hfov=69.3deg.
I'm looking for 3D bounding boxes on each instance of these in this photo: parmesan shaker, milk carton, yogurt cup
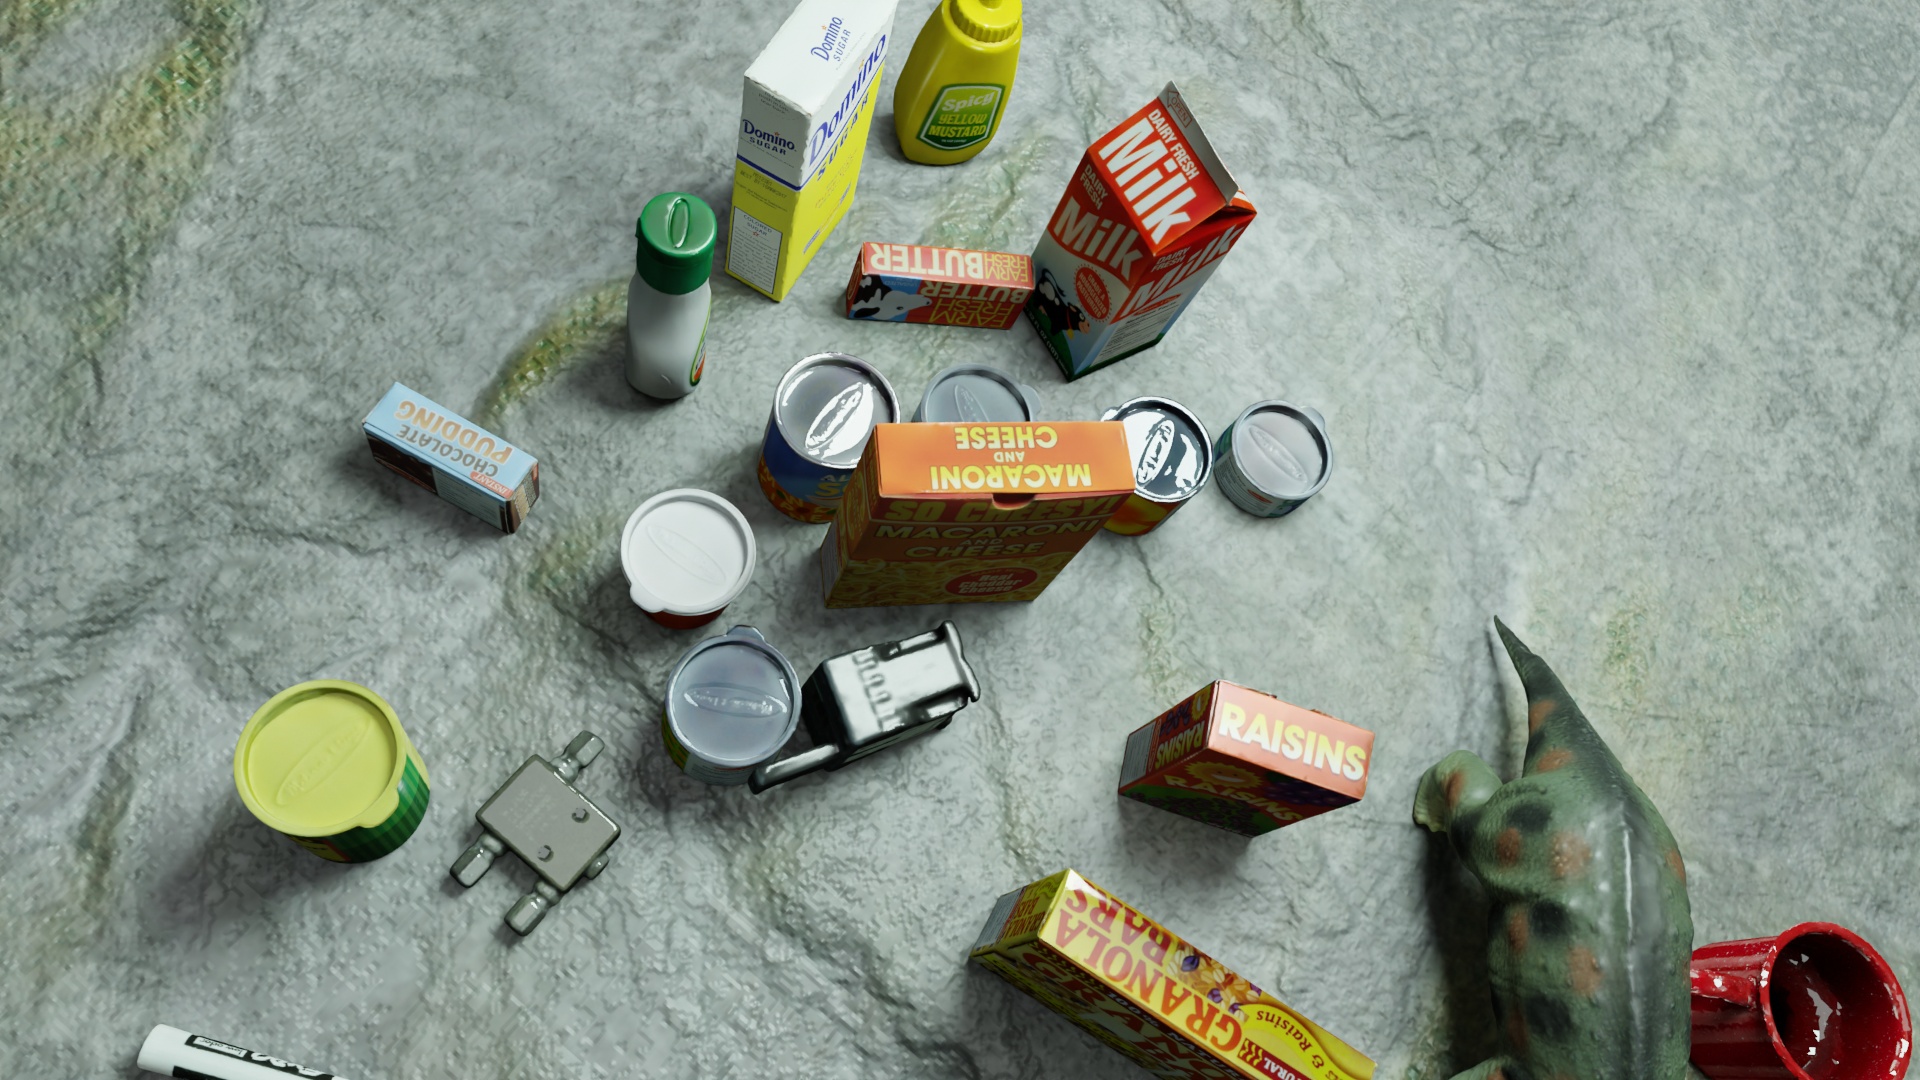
[{"bbox_3d":[-0.277,0.109,0.624,0.071,0.102,0.071,5,69,-13],"label":"parmesan shaker"},{"bbox_3d":[0.100,-0.172,0.782,0.074,0.189,0.072,-25,78,-21],"label":"milk carton"},{"bbox_3d":[-0.143,0.013,0.723,0.072,0.053,0.072,5,69,-13],"label":"yogurt cup"}]

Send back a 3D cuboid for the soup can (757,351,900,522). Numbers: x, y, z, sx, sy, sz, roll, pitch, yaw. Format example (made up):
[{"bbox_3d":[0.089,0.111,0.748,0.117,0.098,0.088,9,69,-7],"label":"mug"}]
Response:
[{"bbox_3d":[-0.071,-0.052,0.750,0.071,0.083,0.071,5,69,-13],"label":"soup can"}]

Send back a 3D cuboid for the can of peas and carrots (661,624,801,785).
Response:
[{"bbox_3d":[-0.116,0.084,0.700,0.071,0.058,0.071,5,69,-13],"label":"can of peas and carrots"}]

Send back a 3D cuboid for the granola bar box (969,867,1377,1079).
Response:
[{"bbox_3d":[0.095,0.224,0.666,0.165,0.123,0.039,33,66,-1],"label":"granola bar box"}]

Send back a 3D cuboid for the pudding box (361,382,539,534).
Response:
[{"bbox_3d":[-0.261,-0.042,0.715,0.084,0.049,0.030,29,66,-3],"label":"pudding box"}]

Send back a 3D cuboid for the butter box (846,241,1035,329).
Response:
[{"bbox_3d":[-0.012,-0.150,0.820,0.104,0.053,0.024,2,70,-14],"label":"butter box"}]

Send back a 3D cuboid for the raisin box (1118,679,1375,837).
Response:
[{"bbox_3d":[0.145,0.116,0.721,0.086,0.123,0.040,20,66,-7],"label":"raisin box"}]

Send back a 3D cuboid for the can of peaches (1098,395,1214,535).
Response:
[{"bbox_3d":[0.103,-0.044,0.807,0.071,0.058,0.071,5,69,-13],"label":"can of peaches"}]

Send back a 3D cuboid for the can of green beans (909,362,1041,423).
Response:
[{"bbox_3d":[0.004,-0.058,0.786,0.071,0.057,0.071,5,69,-13],"label":"can of green beans"}]

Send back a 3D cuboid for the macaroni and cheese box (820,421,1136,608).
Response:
[{"bbox_3d":[0.003,-0.009,0.708,0.124,0.165,0.040,-2,71,-15],"label":"macaroni and cheese box"}]

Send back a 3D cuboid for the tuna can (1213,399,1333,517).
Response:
[{"bbox_3d":[0.191,-0.051,0.846,0.071,0.032,0.071,5,69,-13],"label":"tuna can"}]

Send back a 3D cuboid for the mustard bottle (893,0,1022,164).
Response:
[{"bbox_3d":[0.003,-0.283,0.816,0.065,0.159,0.049,-7,72,-17],"label":"mustard bottle"}]

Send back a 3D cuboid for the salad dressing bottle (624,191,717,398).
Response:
[{"bbox_3d":[-0.151,-0.125,0.722,0.044,0.147,0.064,7,69,-12],"label":"salad dressing bottle"}]
